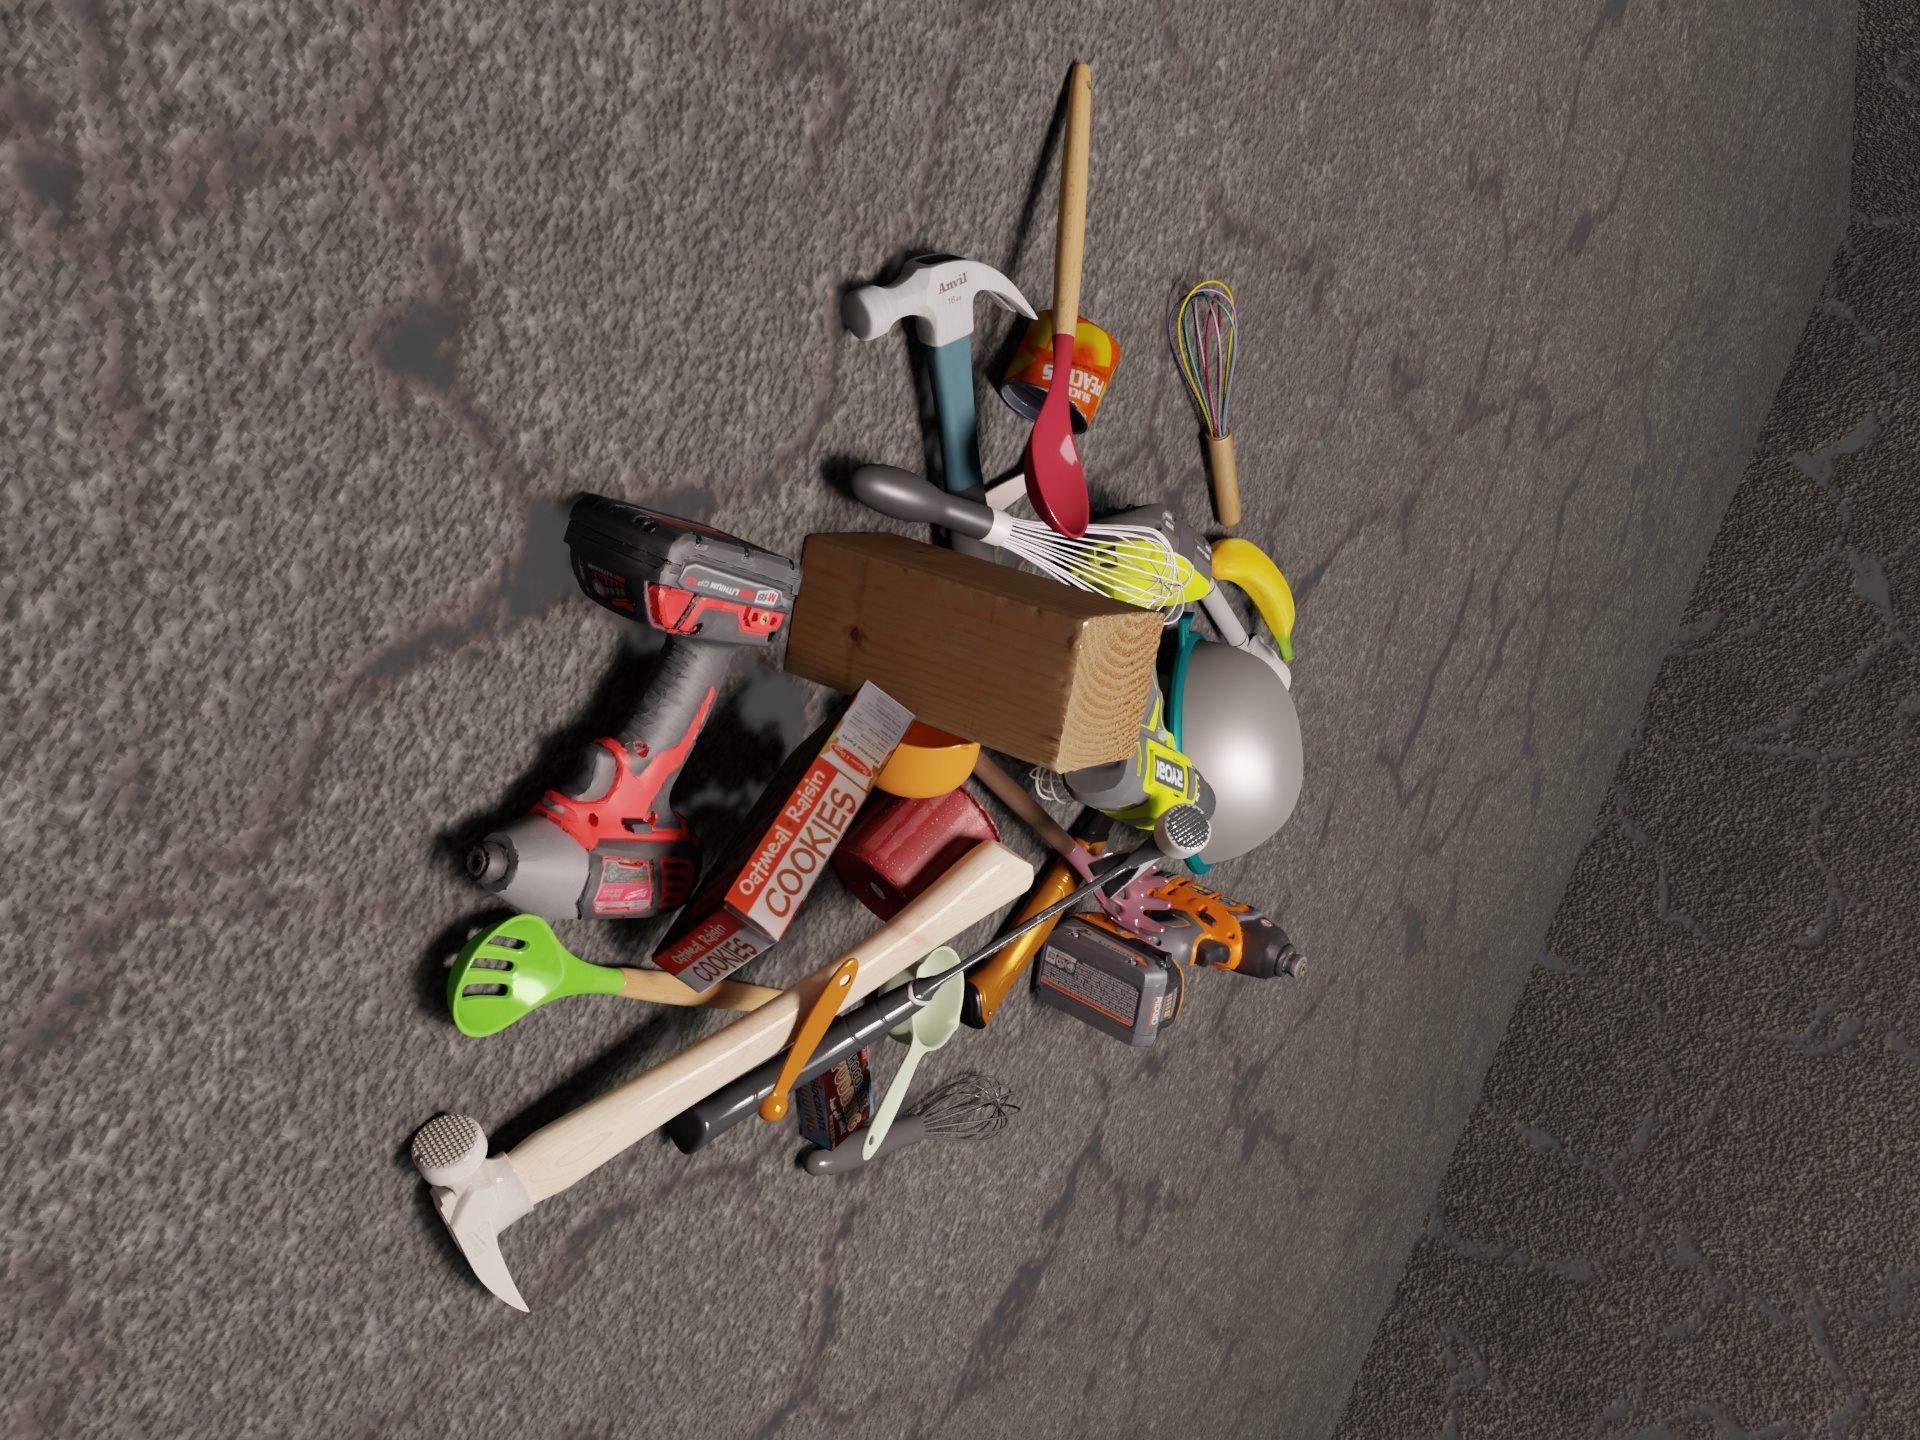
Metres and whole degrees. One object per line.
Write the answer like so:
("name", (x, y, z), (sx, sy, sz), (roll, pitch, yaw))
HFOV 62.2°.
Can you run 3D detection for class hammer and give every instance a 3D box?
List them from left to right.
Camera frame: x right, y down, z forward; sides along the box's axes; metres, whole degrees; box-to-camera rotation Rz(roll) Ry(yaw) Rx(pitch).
("hammer", (-0.120, 0.196, 0.969), (0.410, 0.038, 0.146), (-29, 133, -26))
("hammer", (-0.015, 0.176, 1.087), (0.409, 0.036, 0.149), (-28, 172, -22))
("hammer", (0.002, -0.144, 1.040), (0.128, 0.033, 0.330), (-33, 134, -29))
("hammer", (0.098, 0.119, 1.328), (0.337, 0.034, 0.127), (-52, 142, -24))

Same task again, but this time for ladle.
("ladle", (0.067, -0.269, 1.009), (0.069, 0.031, 0.315), (16, 75, -57))

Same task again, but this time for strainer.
("strainer", (0.257, -0.068, 1.452), (0.258, 0.050, 0.087), (46, 53, -51))
("strainer", (0.265, 0.046, 1.418), (0.340, 0.095, 0.211), (41, 50, -62))

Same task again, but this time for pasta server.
("pasta server", (0.076, 0.086, 1.233), (0.315, 0.040, 0.060), (44, 57, -44))

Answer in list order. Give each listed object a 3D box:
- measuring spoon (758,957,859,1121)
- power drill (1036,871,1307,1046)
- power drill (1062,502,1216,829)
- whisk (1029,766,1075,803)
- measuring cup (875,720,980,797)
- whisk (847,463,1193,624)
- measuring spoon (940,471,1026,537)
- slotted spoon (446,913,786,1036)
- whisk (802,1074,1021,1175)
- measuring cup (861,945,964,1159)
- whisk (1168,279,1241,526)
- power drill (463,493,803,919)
("measuring spoon", (-0.089, 0.194, 0.960), (0.021, 0.011, 0.117), (20, 102, -49))
("power drill", (0.191, 0.207, 1.390), (0.226, 0.164, 0.084), (-14, 119, -49))
("power drill", (0.142, -0.030, 1.195), (0.190, 0.080, 0.229), (23, 65, -57))
("whisk", (0.123, 0.048, 1.260), (0.246, 0.058, 0.059), (18, 101, -58))
("measuring cup", (-0.002, -0.003, 1.064), (0.173, 0.095, 0.052), (-26, 140, -42))
("whisk", (0.045, -0.116, 1.023), (0.284, 0.070, 0.070), (13, 96, -37))
("measuring spoon", (0.026, -0.159, 1.100), (0.124, 0.018, 0.034), (-36, 135, -31))
("slotted spoon", (-0.189, 0.159, 0.945), (0.313, 0.031, 0.070), (24, 87, -59))
("whisk", (-0.035, 0.318, 1.234), (0.238, 0.055, 0.055), (-2, 108, -51))
("measuring cup", (-0.048, 0.237, 1.149), (0.168, 0.038, 0.083), (-64, 144, -31))
("whisk", (0.210, -0.250, 1.284), (0.047, 0.051, 0.244), (-57, 148, -29))
("power drill", (-0.177, 0.002, 0.838), (0.143, 0.079, 0.219), (8, 103, -56))
